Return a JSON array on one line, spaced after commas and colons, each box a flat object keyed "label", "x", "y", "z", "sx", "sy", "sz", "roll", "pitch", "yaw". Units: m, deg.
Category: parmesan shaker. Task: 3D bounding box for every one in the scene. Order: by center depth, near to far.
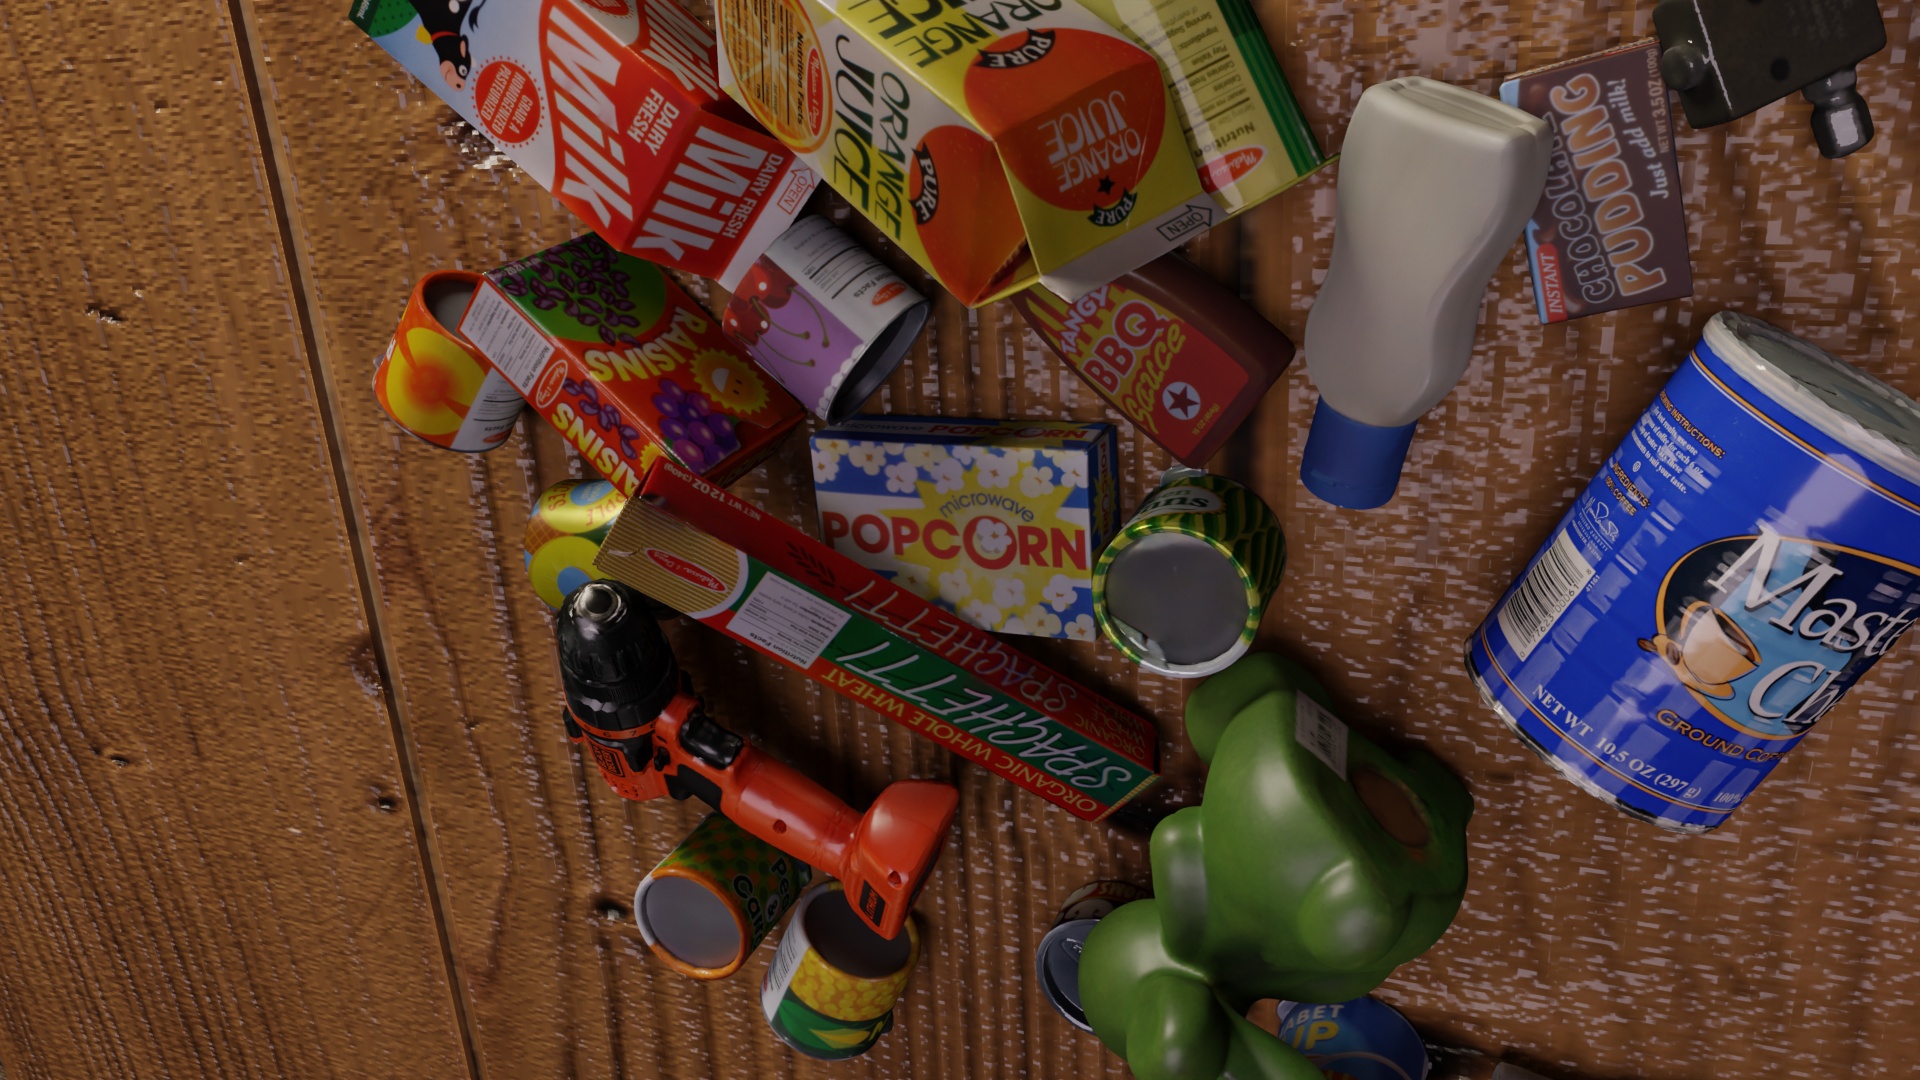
[{"label": "parmesan shaker", "x": 0.078, "y": -0.163, "z": 0.484, "sx": 0.071, "sy": 0.071, "sz": 0.103, "roll": -23, "pitch": 99, "yaw": 29}]

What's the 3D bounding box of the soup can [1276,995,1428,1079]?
[{"label": "soup can", "x": 0.161, "y": 0.246, "z": 0.599, "sx": 0.071, "sy": 0.084, "sz": 0.071, "roll": 9, "pitch": 113, "yaw": 21}]

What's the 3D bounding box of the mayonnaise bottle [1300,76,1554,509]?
[{"label": "mayonnaise bottle", "x": 0.153, "y": -0.080, "z": 0.485, "sx": 0.065, "sy": 0.041, "sz": 0.147, "roll": 37, "pitch": 137, "yaw": 35}]

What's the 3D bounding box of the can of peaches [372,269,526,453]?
[{"label": "can of peaches", "x": -0.232, "y": -0.085, "z": 0.646, "sx": 0.071, "sy": 0.071, "sz": 0.057, "roll": 41, "pitch": 120, "yaw": 4}]

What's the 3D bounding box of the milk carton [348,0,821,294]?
[{"label": "milk carton", "x": -0.144, "y": -0.184, "z": 0.565, "sx": 0.190, "sy": 0.074, "sz": 0.072, "roll": 41, "pitch": 120, "yaw": 3}]

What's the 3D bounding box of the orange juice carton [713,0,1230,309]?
[{"label": "orange juice carton", "x": -0.002, "y": -0.148, "z": 0.472, "sx": 0.193, "sy": 0.072, "sz": 0.072, "roll": 45, "pitch": 151, "yaw": 25}]

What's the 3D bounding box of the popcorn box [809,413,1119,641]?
[{"label": "popcorn box", "x": 0.002, "y": -0.007, "z": 0.593, "sx": 0.127, "sy": 0.038, "sz": 0.085, "roll": 4, "pitch": 112, "yaw": 22}]

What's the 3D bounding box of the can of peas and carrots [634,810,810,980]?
[{"label": "can of peas and carrots", "x": -0.121, "y": 0.181, "z": 0.709, "sx": 0.071, "sy": 0.059, "sz": 0.070, "roll": 9, "pitch": 114, "yaw": 20}]

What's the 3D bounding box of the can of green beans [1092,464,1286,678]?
[{"label": "can of green beans", "x": 0.091, "y": 0.014, "z": 0.552, "sx": 0.071, "sy": 0.058, "sz": 0.071, "roll": 8, "pitch": 113, "yaw": 20}]

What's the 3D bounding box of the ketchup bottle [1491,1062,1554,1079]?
[{"label": "ketchup bottle", "x": 0.294, "y": 0.259, "z": 0.571, "sx": 0.149, "sy": 0.044, "sz": 0.064, "roll": 15, "pitch": 114, "yaw": 17}]

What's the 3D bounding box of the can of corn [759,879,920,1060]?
[{"label": "can of corn", "x": -0.057, "y": 0.213, "z": 0.691, "sx": 0.071, "sy": 0.071, "sz": 0.058, "roll": 30, "pitch": 119, "yaw": 10}]

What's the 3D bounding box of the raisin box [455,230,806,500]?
[{"label": "raisin box", "x": -0.139, "y": -0.073, "z": 0.600, "sx": 0.123, "sy": 0.086, "sz": 0.040, "roll": 45, "pitch": 126, "yaw": 1}]

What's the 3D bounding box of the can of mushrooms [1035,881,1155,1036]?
[{"label": "can of mushrooms", "x": 0.072, "y": 0.194, "z": 0.646, "sx": 0.071, "sy": 0.033, "sz": 0.070, "roll": 9, "pitch": 113, "yaw": 21}]

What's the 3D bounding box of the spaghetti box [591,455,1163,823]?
[{"label": "spaghetti box", "x": -0.029, "y": 0.047, "z": 0.580, "sx": 0.250, "sy": 0.029, "sz": 0.050, "roll": 29, "pitch": 130, "yaw": -15}]

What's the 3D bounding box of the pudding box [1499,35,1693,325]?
[{"label": "pudding box", "x": 0.212, "y": -0.119, "z": 0.464, "sx": 0.049, "sy": 0.030, "sz": 0.083, "roll": -8, "pitch": 107, "yaw": 26}]

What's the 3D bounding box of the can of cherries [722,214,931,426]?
[{"label": "can of cherries", "x": -0.056, "y": -0.089, "z": 0.570, "sx": 0.058, "sy": 0.072, "sz": 0.071, "roll": 40, "pitch": 120, "yaw": 4}]

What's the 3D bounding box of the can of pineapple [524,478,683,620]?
[{"label": "can of pineapple", "x": -0.161, "y": 0.002, "z": 0.650, "sx": 0.058, "sy": 0.071, "sz": 0.070, "roll": 1, "pitch": 111, "yaw": 23}]

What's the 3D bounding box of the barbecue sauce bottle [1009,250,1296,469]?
[{"label": "barbecue sauce bottle", "x": 0.052, "y": -0.095, "z": 0.533, "sx": 0.148, "sy": 0.044, "sz": 0.064, "roll": 39, "pitch": 136, "yaw": 5}]
